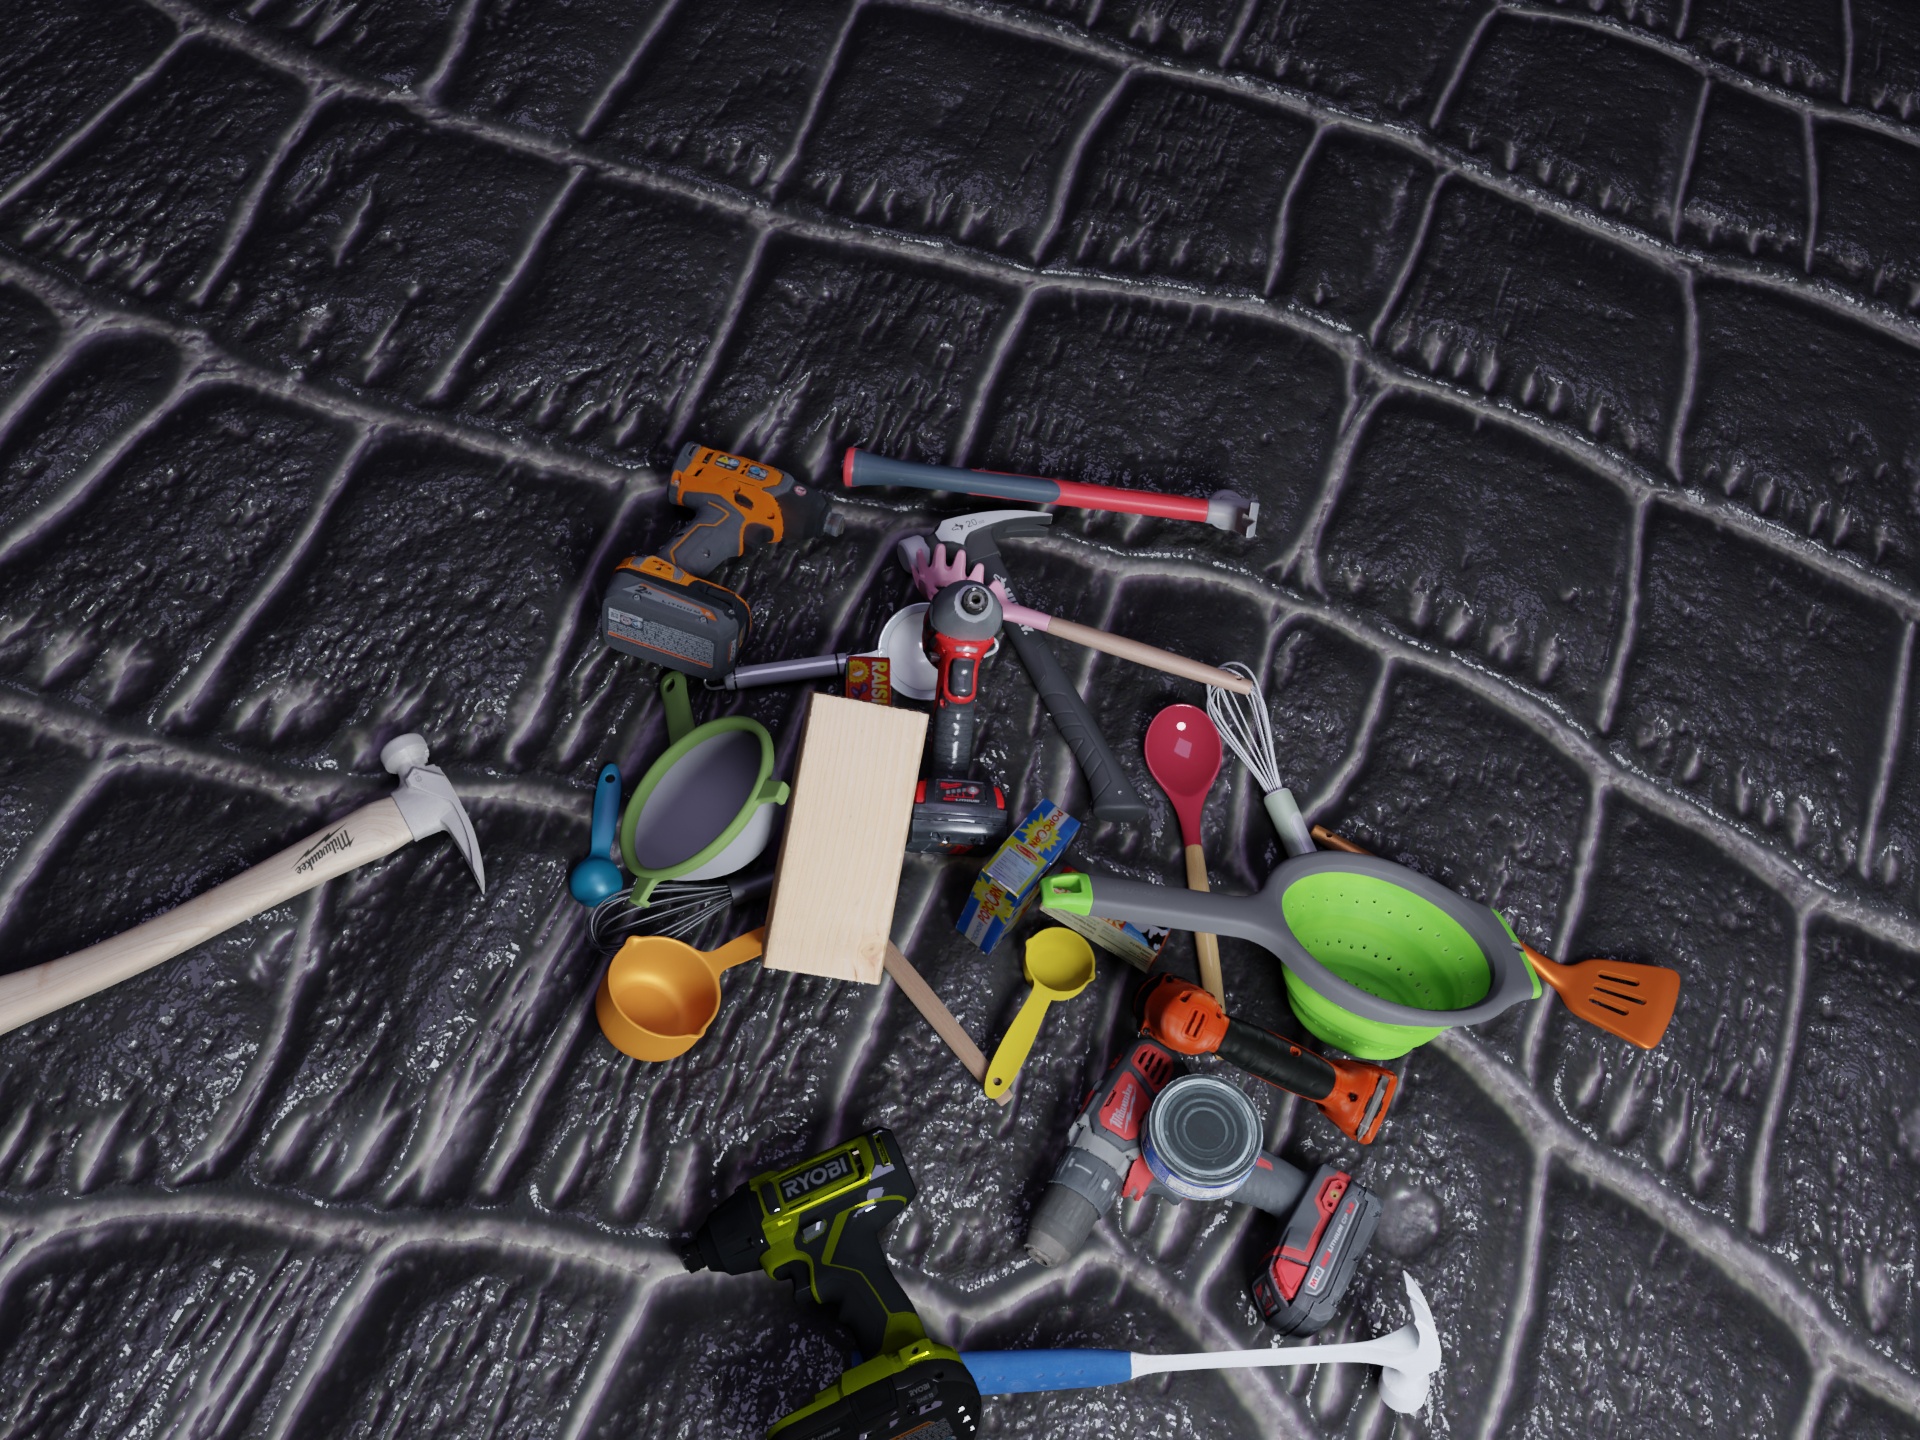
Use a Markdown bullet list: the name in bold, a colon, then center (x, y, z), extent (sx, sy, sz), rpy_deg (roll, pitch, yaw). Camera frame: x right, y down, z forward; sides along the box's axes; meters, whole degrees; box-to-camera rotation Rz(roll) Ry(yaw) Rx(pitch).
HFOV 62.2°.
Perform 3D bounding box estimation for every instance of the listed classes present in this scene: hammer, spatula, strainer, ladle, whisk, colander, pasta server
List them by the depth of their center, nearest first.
- **hammer**: center (0.128, 0.440, 1.096), extent (0.405, 0.144, 0.035), rpy_deg (-3, 42, 0)
- **hammer**: center (-0.571, 0.156, 1.205), extent (0.410, 0.038, 0.146), rpy_deg (-28, 69, -22)
- **colander**: center (0.246, 0.187, 1.249), extent (0.397, 0.094, 0.205), rpy_deg (9, 31, -10)
- **whisk**: center (-0.182, 0.137, 1.264), extent (0.239, 0.055, 0.055), rpy_deg (-16, 64, -16)
- **spatula**: center (-0.064, 0.183, 1.277), extent (0.060, 0.018, 0.316), rpy_deg (-35, 69, -20)
- **strainer**: center (-0.204, 0.046, 1.290), extent (0.151, 0.069, 0.257), rpy_deg (-37, 36, 9)
- **ladle**: center (0.202, 0.131, 1.344), extent (0.069, 0.031, 0.316), rpy_deg (-2, 62, -2)
- **spatula**: center (0.445, 0.171, 1.350), extent (0.323, 0.041, 0.081), rpy_deg (30, 61, 10)
- **whisk**: center (0.273, 0.058, 1.388), extent (0.057, 0.059, 0.247), rpy_deg (0, 60, -41)
- **strainer**: center (-0.097, -0.052, 1.397), extent (0.258, 0.050, 0.087), rpy_deg (-8, 99, -7)
- **pasta server**: center (0.105, -0.082, 1.399), extent (0.316, 0.040, 0.060), rpy_deg (18, 46, 6)
- **hammer**: center (0.078, -0.052, 1.427), extent (0.146, 0.035, 0.335), rpy_deg (-20, 65, -18)
- **hammer**: center (0.082, -0.213, 1.482), extent (0.386, 0.143, 0.038), rpy_deg (7, 102, 0)

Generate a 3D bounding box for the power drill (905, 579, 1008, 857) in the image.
- **power drill**: center (-0.002, -0.004, 1.297), extent (0.078, 0.143, 0.220), rpy_deg (5, 78, -8)

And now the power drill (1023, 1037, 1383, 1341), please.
- **power drill**: center (0.174, 0.364, 1.176), extent (0.227, 0.080, 0.188), rpy_deg (31, 60, 13)

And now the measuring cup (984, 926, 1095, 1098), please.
- **measuring cup**: center (0.055, 0.234, 1.258), extent (0.062, 0.029, 0.157), rpy_deg (28, 60, 7)

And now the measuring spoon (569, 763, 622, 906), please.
- **measuring spoon**: center (-0.292, 0.089, 1.294), extent (0.042, 0.021, 0.129), rpy_deg (4, 61, -7)

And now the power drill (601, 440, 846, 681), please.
- **power drill**: center (-0.205, -0.145, 1.404), extent (0.164, 0.084, 0.227), rpy_deg (18, 50, 2)

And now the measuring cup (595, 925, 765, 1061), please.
- **measuring cup**: center (-0.204, 0.203, 1.233), extent (0.173, 0.052, 0.095), rpy_deg (-21, 65, -47)

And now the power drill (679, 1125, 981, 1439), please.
- **power drill**: center (-0.091, 0.401, 1.078), extent (0.171, 0.080, 0.223), rpy_deg (-23, 43, -6)
